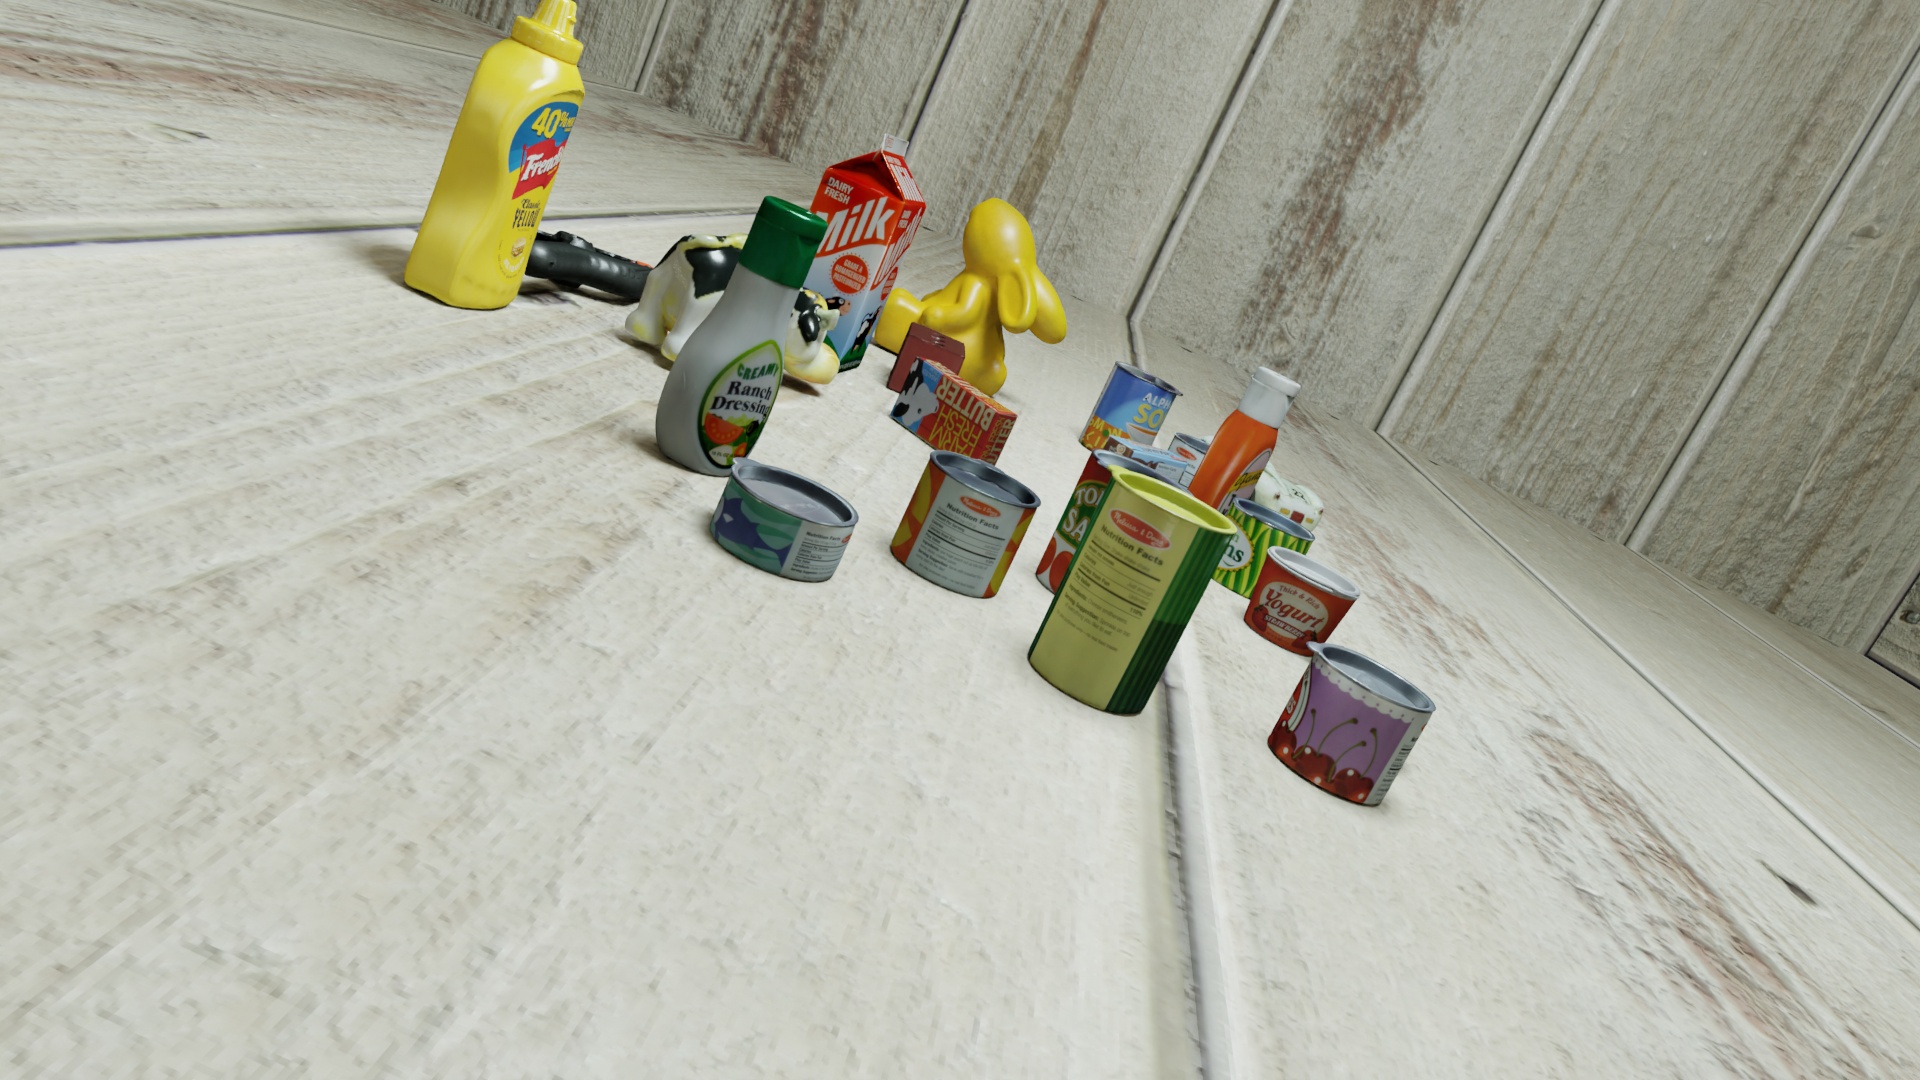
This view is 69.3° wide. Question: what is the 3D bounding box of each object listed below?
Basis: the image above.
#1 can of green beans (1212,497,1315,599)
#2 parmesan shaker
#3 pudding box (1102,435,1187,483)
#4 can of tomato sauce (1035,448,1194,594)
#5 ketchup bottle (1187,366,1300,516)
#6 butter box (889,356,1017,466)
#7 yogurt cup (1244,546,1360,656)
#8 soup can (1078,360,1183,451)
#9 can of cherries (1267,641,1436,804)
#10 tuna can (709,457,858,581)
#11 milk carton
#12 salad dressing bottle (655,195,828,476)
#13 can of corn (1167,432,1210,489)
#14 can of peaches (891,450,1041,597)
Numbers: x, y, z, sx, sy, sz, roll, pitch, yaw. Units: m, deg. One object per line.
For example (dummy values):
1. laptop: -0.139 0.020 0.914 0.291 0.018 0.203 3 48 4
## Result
1. can of green beans: 0.221 0.008 1.035 0.071 0.057 0.071 23 15 -6
2. parmesan shaker: 0.081 0.024 0.684 0.071 0.102 0.071 23 15 -6
3. pudding box: 0.146 -0.054 1.145 0.084 0.049 0.030 8 23 -47
4. can of tomato sauce: 0.090 -0.003 0.826 0.071 0.083 0.071 23 15 -6
5. ketchup bottle: 0.217 -0.064 1.097 0.043 0.148 0.065 34 17 30
6. butter box: -0.006 -0.092 1.033 0.024 0.053 0.104 9 22 -46
7. yogurt cup: 0.228 0.042 0.941 0.072 0.053 0.072 23 15 -6
8. soup can: 0.160 -0.117 1.310 0.071 0.083 0.071 23 15 -6
9. can of cherries: 0.199 0.093 0.718 0.071 0.058 0.072 23 15 -6
10. tuna can: -0.088 -0.010 0.674 0.071 0.032 0.071 23 15 -6
11. milk carton: -0.088 -0.240 1.137 0.073 0.190 0.072 26 15 6
12. salad dressing bottle: -0.115 -0.108 0.740 0.044 0.147 0.064 34 17 32
13. can of corn: 0.208 -0.055 1.224 0.071 0.058 0.071 23 15 -6
14. can of peaches: 0.003 -0.010 0.761 0.071 0.058 0.071 23 15 -6
